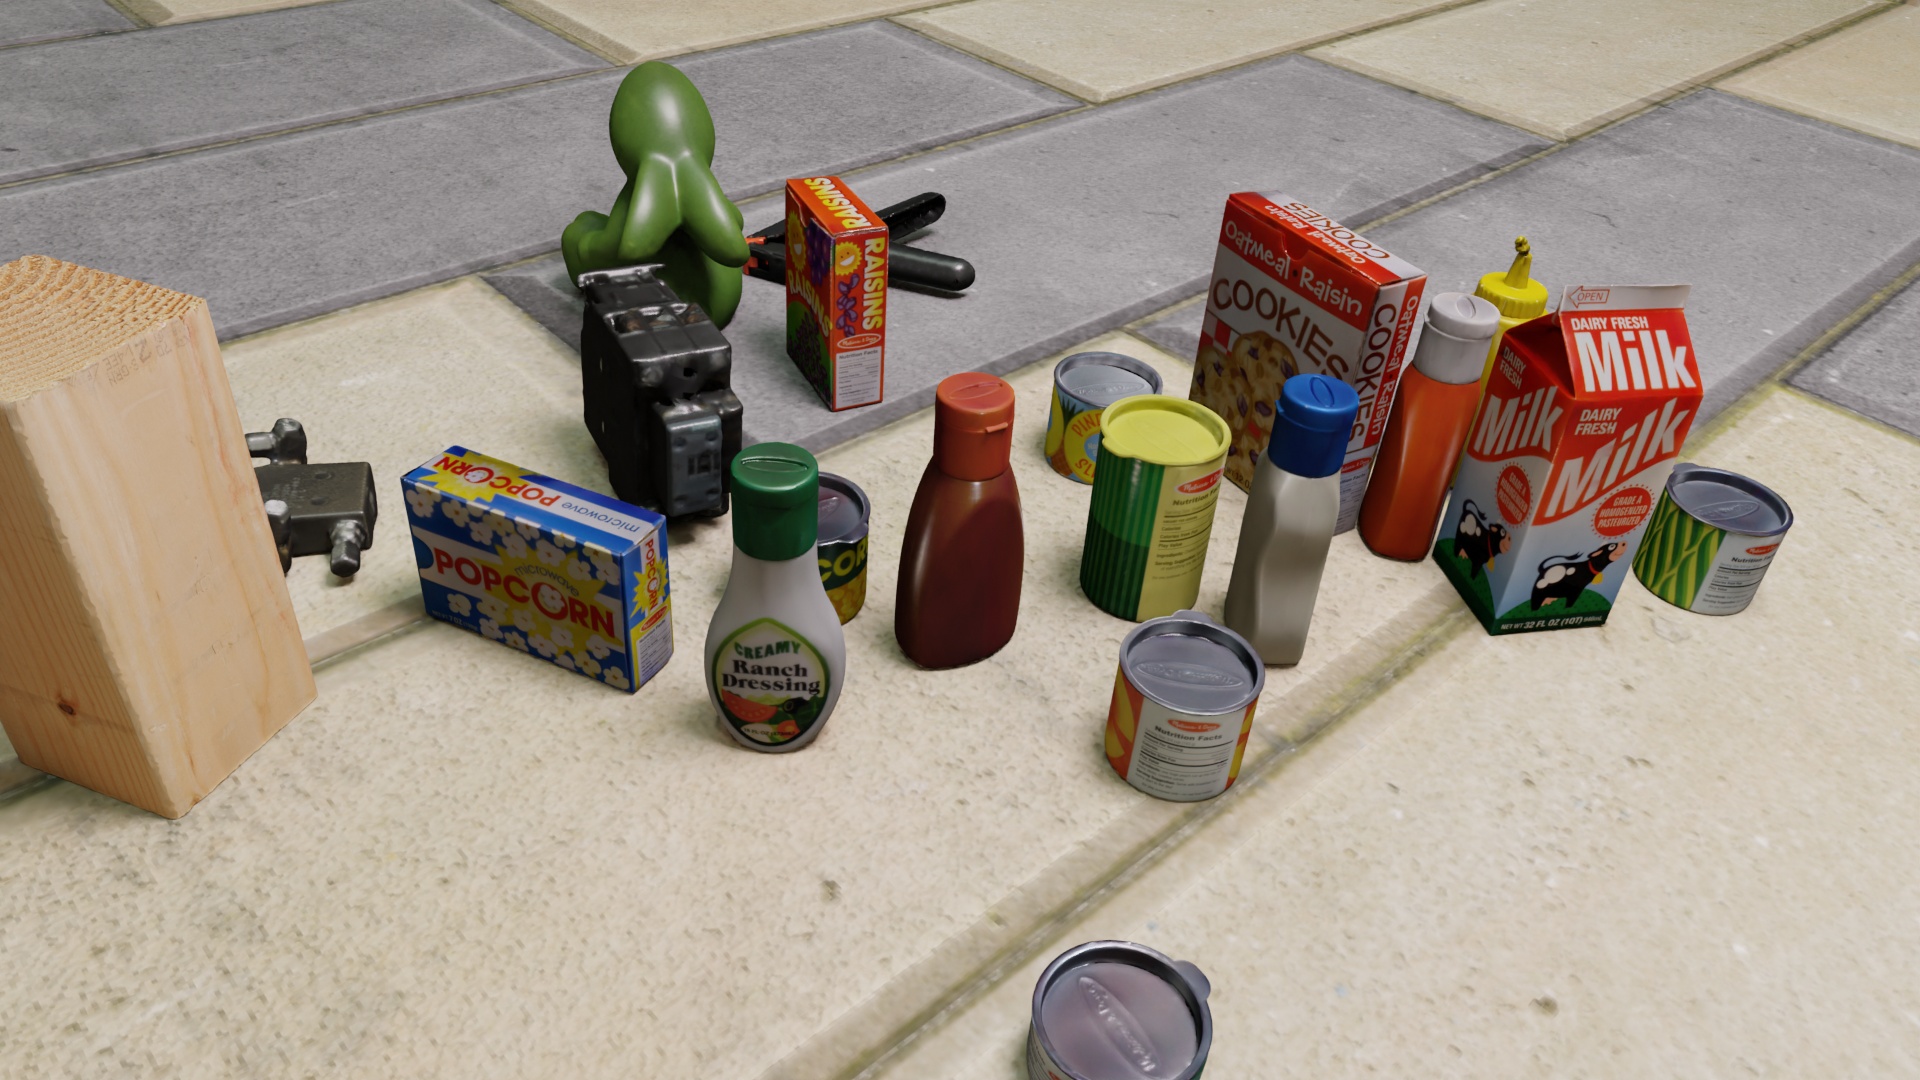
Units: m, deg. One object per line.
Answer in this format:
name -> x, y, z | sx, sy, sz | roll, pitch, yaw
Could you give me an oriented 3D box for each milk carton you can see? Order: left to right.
milk carton -> 0.317, -0.047, 0.725 | 0.072, 0.189, 0.074 | -3, 37, -11

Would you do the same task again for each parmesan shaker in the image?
parmesan shaker -> 0.098, -0.015, 0.729 | 0.071, 0.102, 0.072 | 3, 36, -2

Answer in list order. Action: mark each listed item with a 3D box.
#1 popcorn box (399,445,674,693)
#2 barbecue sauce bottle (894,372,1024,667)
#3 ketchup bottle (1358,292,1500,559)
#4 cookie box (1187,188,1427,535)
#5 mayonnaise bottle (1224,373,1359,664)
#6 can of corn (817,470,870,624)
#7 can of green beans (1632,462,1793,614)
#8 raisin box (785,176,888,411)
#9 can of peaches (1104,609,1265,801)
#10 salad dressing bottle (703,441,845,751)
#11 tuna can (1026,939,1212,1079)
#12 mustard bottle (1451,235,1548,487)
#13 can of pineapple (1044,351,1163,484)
popcorn box -> -0.202, 0.013, 0.670 | 0.127, 0.084, 0.038 | 18, 38, 17
barbecue sauce bottle -> 0.002, -0.008, 0.671 | 0.065, 0.147, 0.044 | -18, 42, -28
ketchup bottle -> 0.261, -0.064, 0.777 | 0.043, 0.148, 0.065 | 10, 37, 7
cookie box -> 0.191, -0.101, 0.803 | 0.040, 0.166, 0.123 | -17, 42, -27
mayonnaise bottle -> 0.165, -0.011, 0.693 | 0.041, 0.147, 0.065 | 3, 36, -3
can of corn -> -0.078, 0.007, 0.716 | 0.071, 0.058, 0.071 | 3, 36, -2
can of green beans -> 0.423, 0.000, 0.785 | 0.071, 0.057, 0.071 | 3, 36, -2
raisin box -> -0.081, -0.157, 0.883 | 0.040, 0.122, 0.086 | -12, 40, -22
can of peaches -> 0.103, 0.076, 0.644 | 0.071, 0.057, 0.071 | 3, 36, -2
salad dressing bottle -> -0.082, 0.027, 0.614 | 0.064, 0.146, 0.044 | 4, 36, -1
tuna can -> 0.060, 0.184, 0.514 | 0.071, 0.032, 0.071 | 3, 36, -2
mustard bottle -> 0.319, -0.107, 0.832 | 0.049, 0.159, 0.065 | -18, 42, -28
can of pineapple -> 0.086, -0.073, 0.844 | 0.071, 0.057, 0.071 | 3, 36, -2
